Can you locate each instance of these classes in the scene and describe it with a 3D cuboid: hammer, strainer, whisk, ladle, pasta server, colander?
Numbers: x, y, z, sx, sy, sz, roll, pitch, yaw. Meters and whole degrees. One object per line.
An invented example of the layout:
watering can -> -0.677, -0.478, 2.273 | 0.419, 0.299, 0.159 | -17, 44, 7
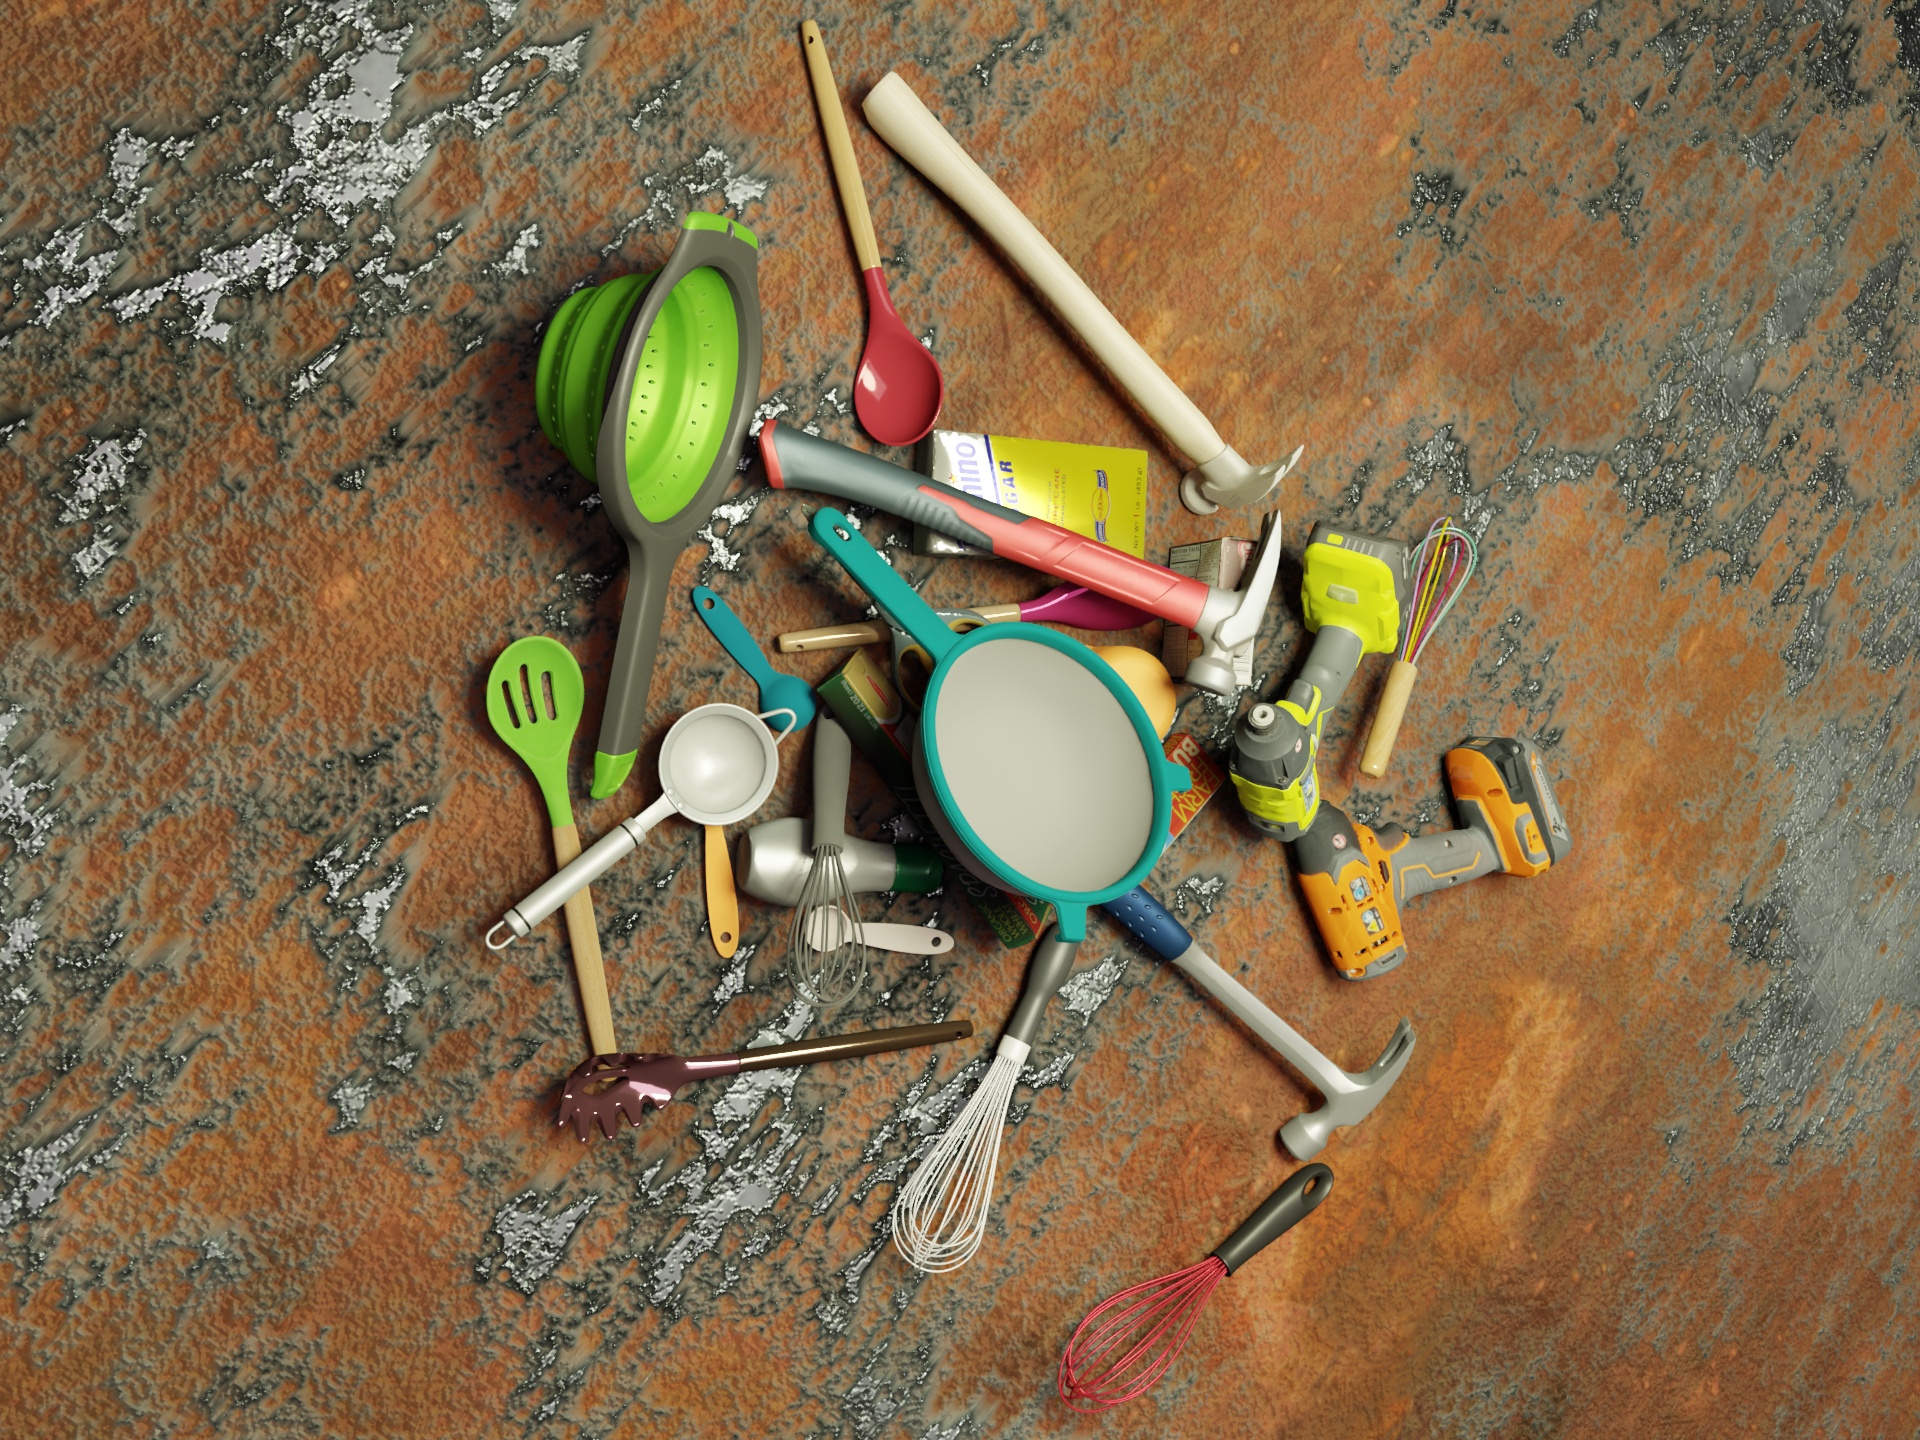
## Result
hammer -> 0.086, -0.316, 1.178 | 0.410, 0.146, 0.038 | 45, 76, -11
strainer -> -0.002, -0.004, 1.129 | 0.340, 0.095, 0.211 | 47, 49, -5
whisk -> -0.090, 0.088, 1.109 | 0.055, 0.055, 0.239 | 12, 57, -21
whisk -> 0.375, -0.061, 1.316 | 0.051, 0.047, 0.245 | 24, 72, -6
ladle -> -0.073, -0.355, 1.163 | 0.069, 0.031, 0.315 | -13, 93, 14
whisk -> 0.193, 0.444, 1.265 | 0.296, 0.073, 0.073 | -31, 102, -24
hammer -> 0.185, 0.182, 1.248 | 0.405, 0.035, 0.144 | 41, 106, -13
pasta server -> -0.131, 0.245, 1.136 | 0.316, 0.040, 0.060 | -3, 112, -26
whisk -> 0.026, 0.279, 1.201 | 0.070, 0.070, 0.285 | 31, 75, -19
hammer -> 0.042, -0.149, 1.149 | 0.386, 0.038, 0.143 | 20, 87, -8
strainer -> -0.220, 0.070, 1.092 | 0.258, 0.050, 0.086 | -40, 110, -23
colander -> -0.234, -0.145, 1.070 | 0.094, 0.204, 0.397 | 16, 102, 13

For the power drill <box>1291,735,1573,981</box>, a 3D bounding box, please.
power drill -> 0.380, 0.095, 1.320 | 0.226, 0.084, 0.164 | -26, 98, -15

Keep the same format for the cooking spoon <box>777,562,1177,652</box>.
cooking spoon -> 0.019, -0.077, 1.198 | 0.319, 0.017, 0.068 | -8, 135, -16

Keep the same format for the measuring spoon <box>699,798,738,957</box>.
measuring spoon -> -0.174, 0.113, 1.143 | 0.021, 0.011, 0.117 | -7, 97, -17

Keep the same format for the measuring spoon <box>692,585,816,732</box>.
measuring spoon -> -0.148, -0.045, 1.142 | 0.042, 0.021, 0.128 | -42, 105, -16

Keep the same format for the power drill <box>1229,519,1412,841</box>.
power drill -> 0.274, -0.036, 1.229 | 0.223, 0.080, 0.171 | -63, 154, -19

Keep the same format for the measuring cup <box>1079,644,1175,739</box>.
measuring cup -> 0.088, 0.002, 1.218 | 0.173, 0.052, 0.095 | -26, 100, -21

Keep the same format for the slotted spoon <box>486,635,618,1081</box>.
slotted spoon -> -0.271, 0.098, 1.095 | 0.070, 0.031, 0.313 | -14, 98, -36

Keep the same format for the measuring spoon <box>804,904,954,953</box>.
measuring spoon -> -0.062, 0.159, 1.186 | 0.124, 0.018, 0.034 | 12, 92, -28
